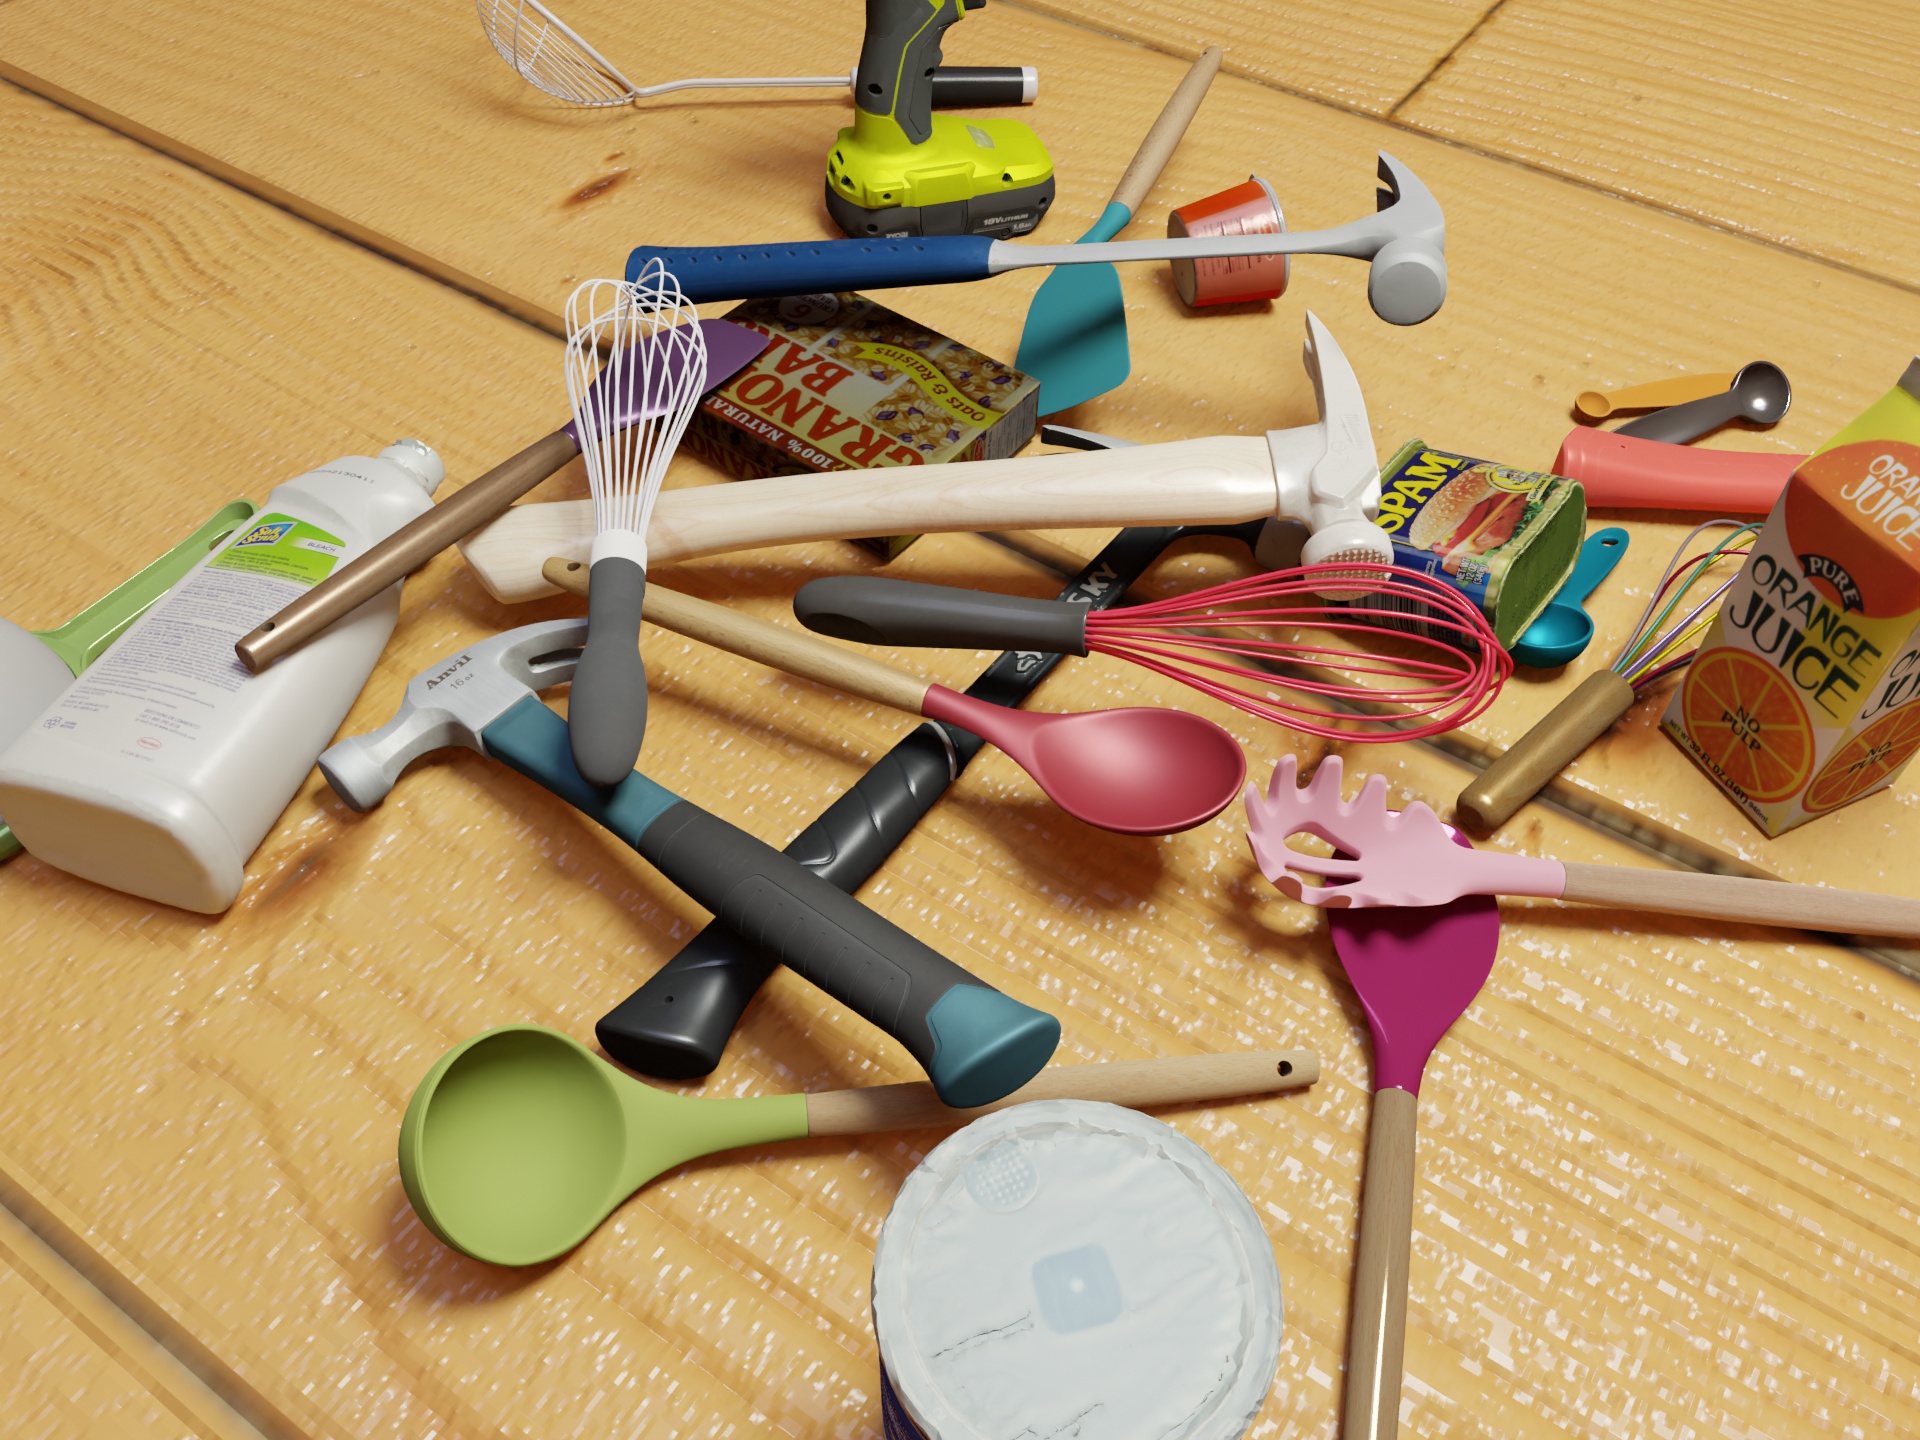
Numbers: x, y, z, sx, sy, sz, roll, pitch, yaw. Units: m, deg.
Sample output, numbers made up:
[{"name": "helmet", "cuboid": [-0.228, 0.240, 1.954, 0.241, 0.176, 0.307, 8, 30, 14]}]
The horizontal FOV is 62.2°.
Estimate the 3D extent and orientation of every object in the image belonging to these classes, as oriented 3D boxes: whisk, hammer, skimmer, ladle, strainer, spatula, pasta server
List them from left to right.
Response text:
[{"name": "strainer", "cuboid": [-0.410, -0.036, 0.678, 0.151, 0.069, 0.256, 28, 55, 21]}, {"name": "spatula", "cuboid": [-0.200, -0.115, 0.726, 0.060, 0.018, 0.316, 23, 47, 22]}, {"name": "whisk", "cuboid": [-0.142, -0.093, 0.671, 0.070, 0.070, 0.285, -3, 54, -4]}, {"name": "hammer", "cuboid": [-0.103, 0.048, 0.599, 0.331, 0.033, 0.128, 28, 57, 33]}, {"name": "skimmer", "cuboid": [-0.130, -0.448, 1.036, 0.363, 0.090, 0.127, -2, 17, -6]}, {"name": "ladle", "cuboid": [-0.037, -0.017, 0.652, 0.315, 0.031, 0.069, 19, 48, 16]}, {"name": "ladle", "cuboid": [-0.026, 0.134, 0.549, 0.320, 0.062, 0.078, -3, 76, -9]}, {"name": "hammer", "cuboid": [-0.023, -0.106, 0.722, 0.410, 0.038, 0.146, -4, 57, 5]}, {"name": "hammer", "cuboid": [-0.001, -0.002, 0.683, 0.149, 0.036, 0.409, 29, 54, 23]}, {"name": "hammer", "cuboid": [0.029, -0.231, 0.790, 0.405, 0.035, 0.144, 1, 37, 15]}, {"name": "whisk", "cuboid": [0.072, -0.036, 0.652, 0.296, 0.073, 0.073, 6, 48, 14]}, {"name": "spatula", "cuboid": [0.101, -0.289, 0.895, 0.082, 0.044, 0.318, -11, 40, 42]}, {"name": "pasta server", "cuboid": [0.262, 0.062, 0.619, 0.316, 0.040, 0.060, 6, 57, -2]}, {"name": "whisk", "cuboid": [0.302, -0.024, 0.711, 0.245, 0.051, 0.047, -36, 37, -23]}, {"name": "hammer", "cuboid": [0.475, -0.108, 0.786, 0.359, 0.036, 0.149, 3, 49, 0]}]

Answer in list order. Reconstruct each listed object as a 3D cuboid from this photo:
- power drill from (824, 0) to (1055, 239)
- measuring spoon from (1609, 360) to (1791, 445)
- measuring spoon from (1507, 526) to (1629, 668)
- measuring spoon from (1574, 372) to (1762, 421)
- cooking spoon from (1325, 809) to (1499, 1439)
[{"name": "power drill", "cuboid": [-0.005, -0.385, 0.894, 0.171, 0.223, 0.080, -12, 50, -12]}, {"name": "measuring spoon", "cuboid": [0.384, -0.158, 0.843, 0.124, 0.018, 0.034, -21, 90, -11]}, {"name": "measuring spoon", "cuboid": [0.291, -0.057, 0.754, 0.042, 0.021, 0.128, 17, 40, 33]}, {"name": "measuring spoon", "cuboid": [0.383, -0.174, 0.862, 0.117, 0.011, 0.021, -10, 58, -14]}, {"name": "cooking spoon", "cuboid": [0.150, 0.155, 0.558, 0.069, 0.017, 0.319, 13, 49, 6]}]
